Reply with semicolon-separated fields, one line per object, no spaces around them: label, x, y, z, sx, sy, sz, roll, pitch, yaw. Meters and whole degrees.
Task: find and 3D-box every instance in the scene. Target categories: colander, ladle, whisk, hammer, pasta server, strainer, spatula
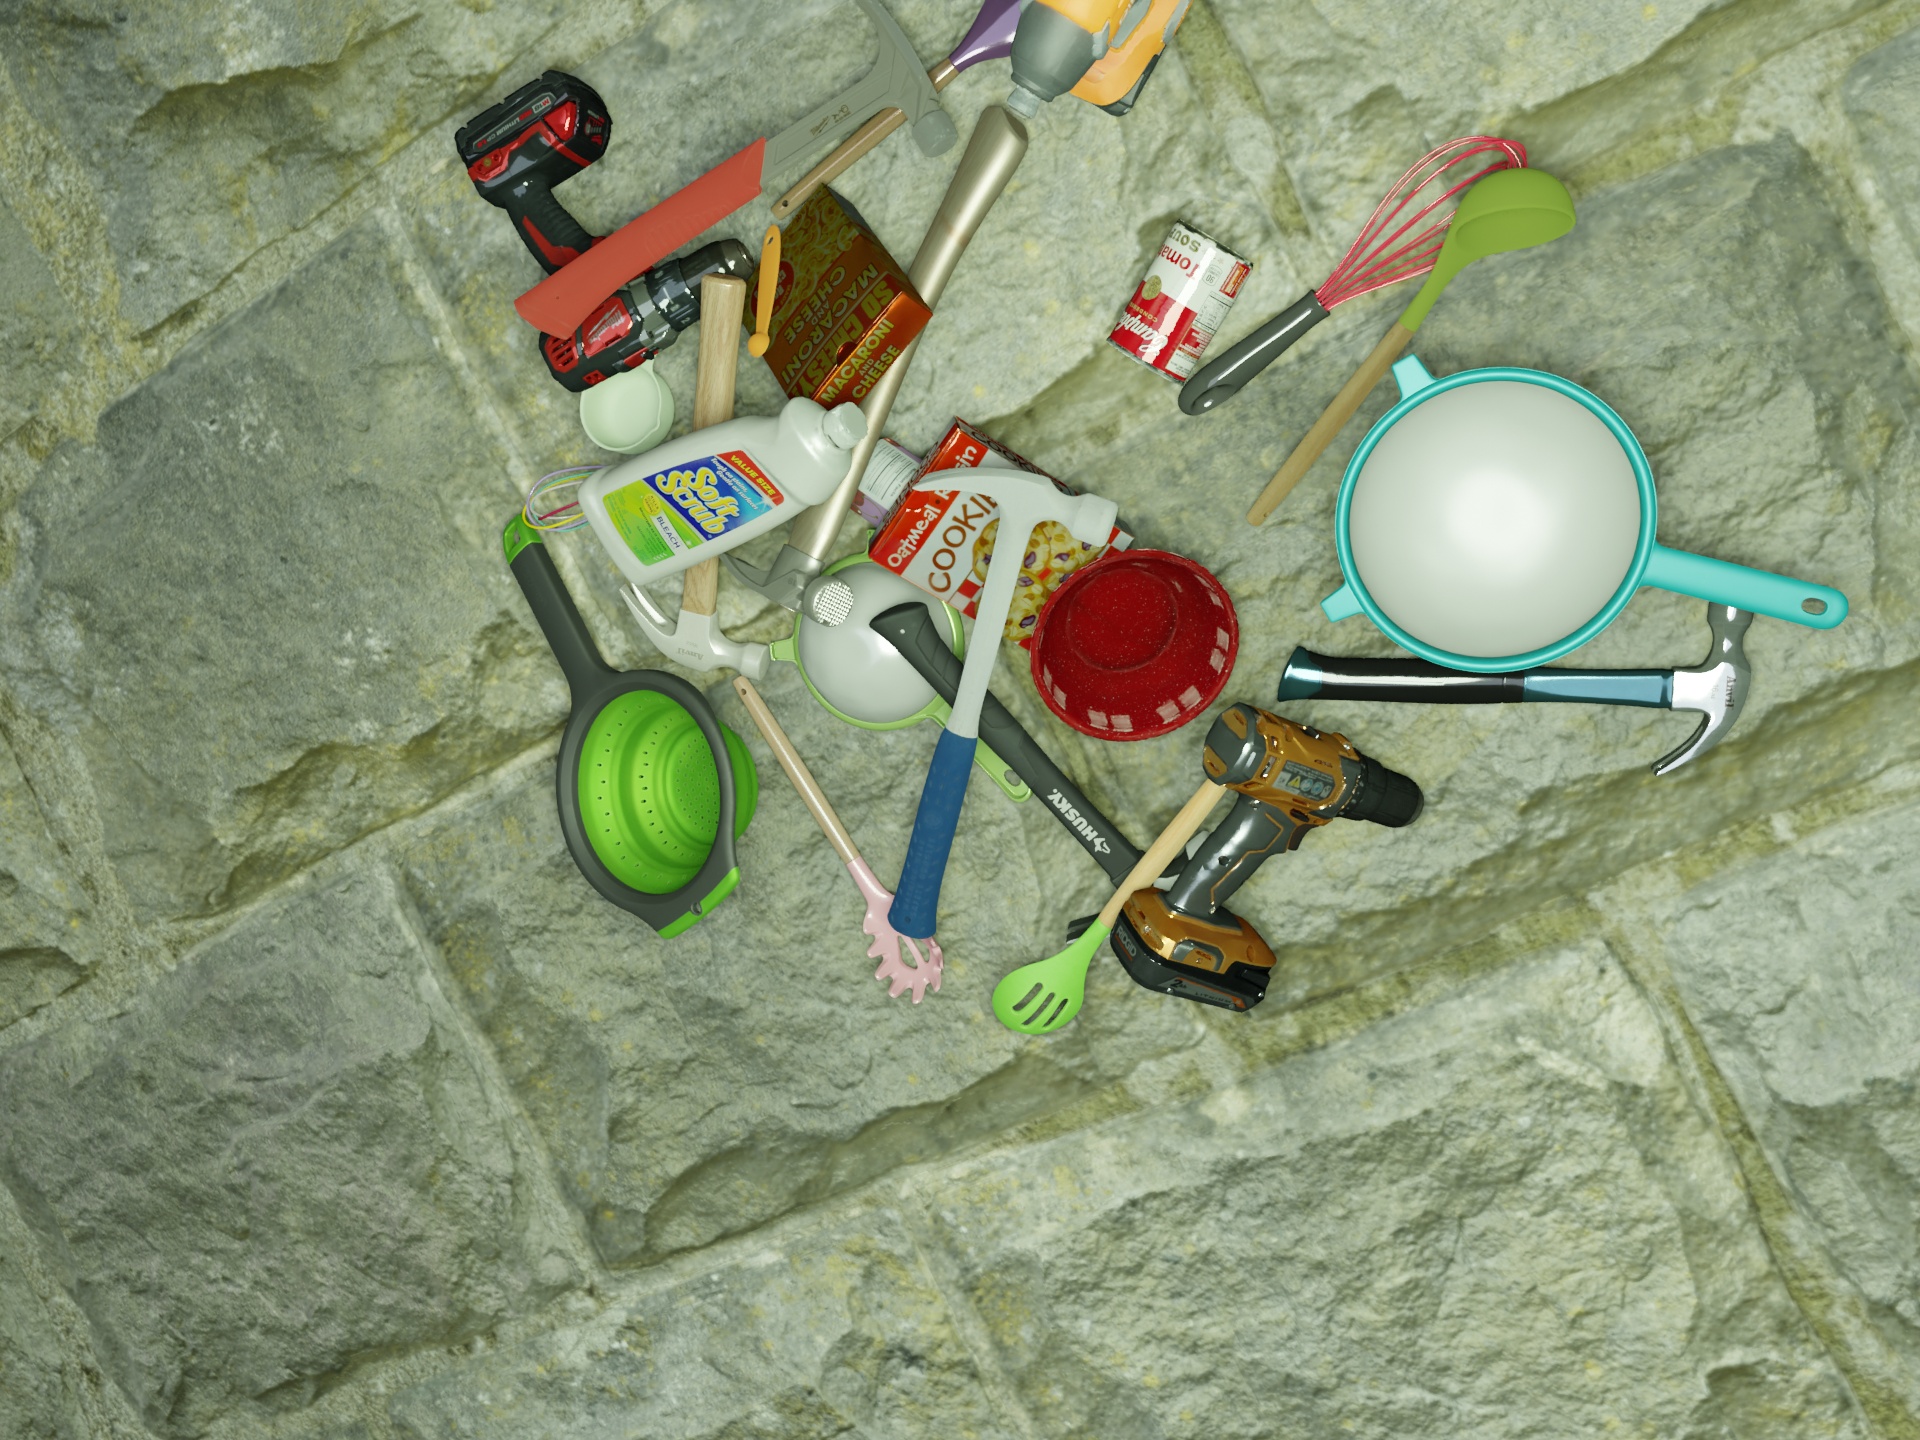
colander;-0.279;-0.011;1.369;0.204;0.094;0.397;-39;72;30
ladle;0.306;-0.251;1.126;0.320;0.078;0.062;-54;48;35
whisk;0.277;-0.317;1.154;0.296;0.073;0.073;-36;89;25
hammer;-0.002;-0.004;1.218;0.144;0.035;0.405;20;120;9
hammer;0.050;0.036;1.267;0.146;0.035;0.334;-40;100;20
pasta server;-0.108;0.098;1.359;0.060;0.040;0.316;-32;89;13
strainer;-0.040;-0.023;1.298;0.256;0.069;0.151;45;109;6
hammer;-0.060;-0.279;1.228;0.146;0.038;0.410;28;93;44
whisk;-0.262;-0.204;1.344;0.245;0.047;0.051;-14;115;15
hammer;-0.208;-0.196;1.298;0.130;0.031;0.331;14;116;10
hammer;-0.188;-0.412;1.215;0.359;0.036;0.149;-32;85;4
strainer;0.438;-0.128;1.123;0.340;0.095;0.211;17;108;11
hammer;0.405;-0.029;1.184;0.331;0.033;0.128;2;100;16
spatula;-0.024;-0.488;1.229;0.316;0.018;0.059;-33;97;19

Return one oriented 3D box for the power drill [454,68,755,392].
power drill;-0.284;-0.400;1.279;0.188;0.080;0.227;-26;88;14

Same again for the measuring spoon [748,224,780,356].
measuring spoon;-0.154;-0.338;1.243;0.021;0.011;0.117;-11;68;40

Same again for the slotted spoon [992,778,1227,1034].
slotted spoon;0.129;0.141;1.261;0.070;0.031;0.313;31;110;-15

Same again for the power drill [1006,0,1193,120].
power drill;0.092;-0.478;1.082;0.084;0.226;0.164;32;108;2

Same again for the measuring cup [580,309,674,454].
measuring cup;-0.255;-0.300;1.329;0.083;0.038;0.167;30;95;16

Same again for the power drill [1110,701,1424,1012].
power drill;0.236;0.109;1.212;0.185;0.084;0.226;17;109;-24
